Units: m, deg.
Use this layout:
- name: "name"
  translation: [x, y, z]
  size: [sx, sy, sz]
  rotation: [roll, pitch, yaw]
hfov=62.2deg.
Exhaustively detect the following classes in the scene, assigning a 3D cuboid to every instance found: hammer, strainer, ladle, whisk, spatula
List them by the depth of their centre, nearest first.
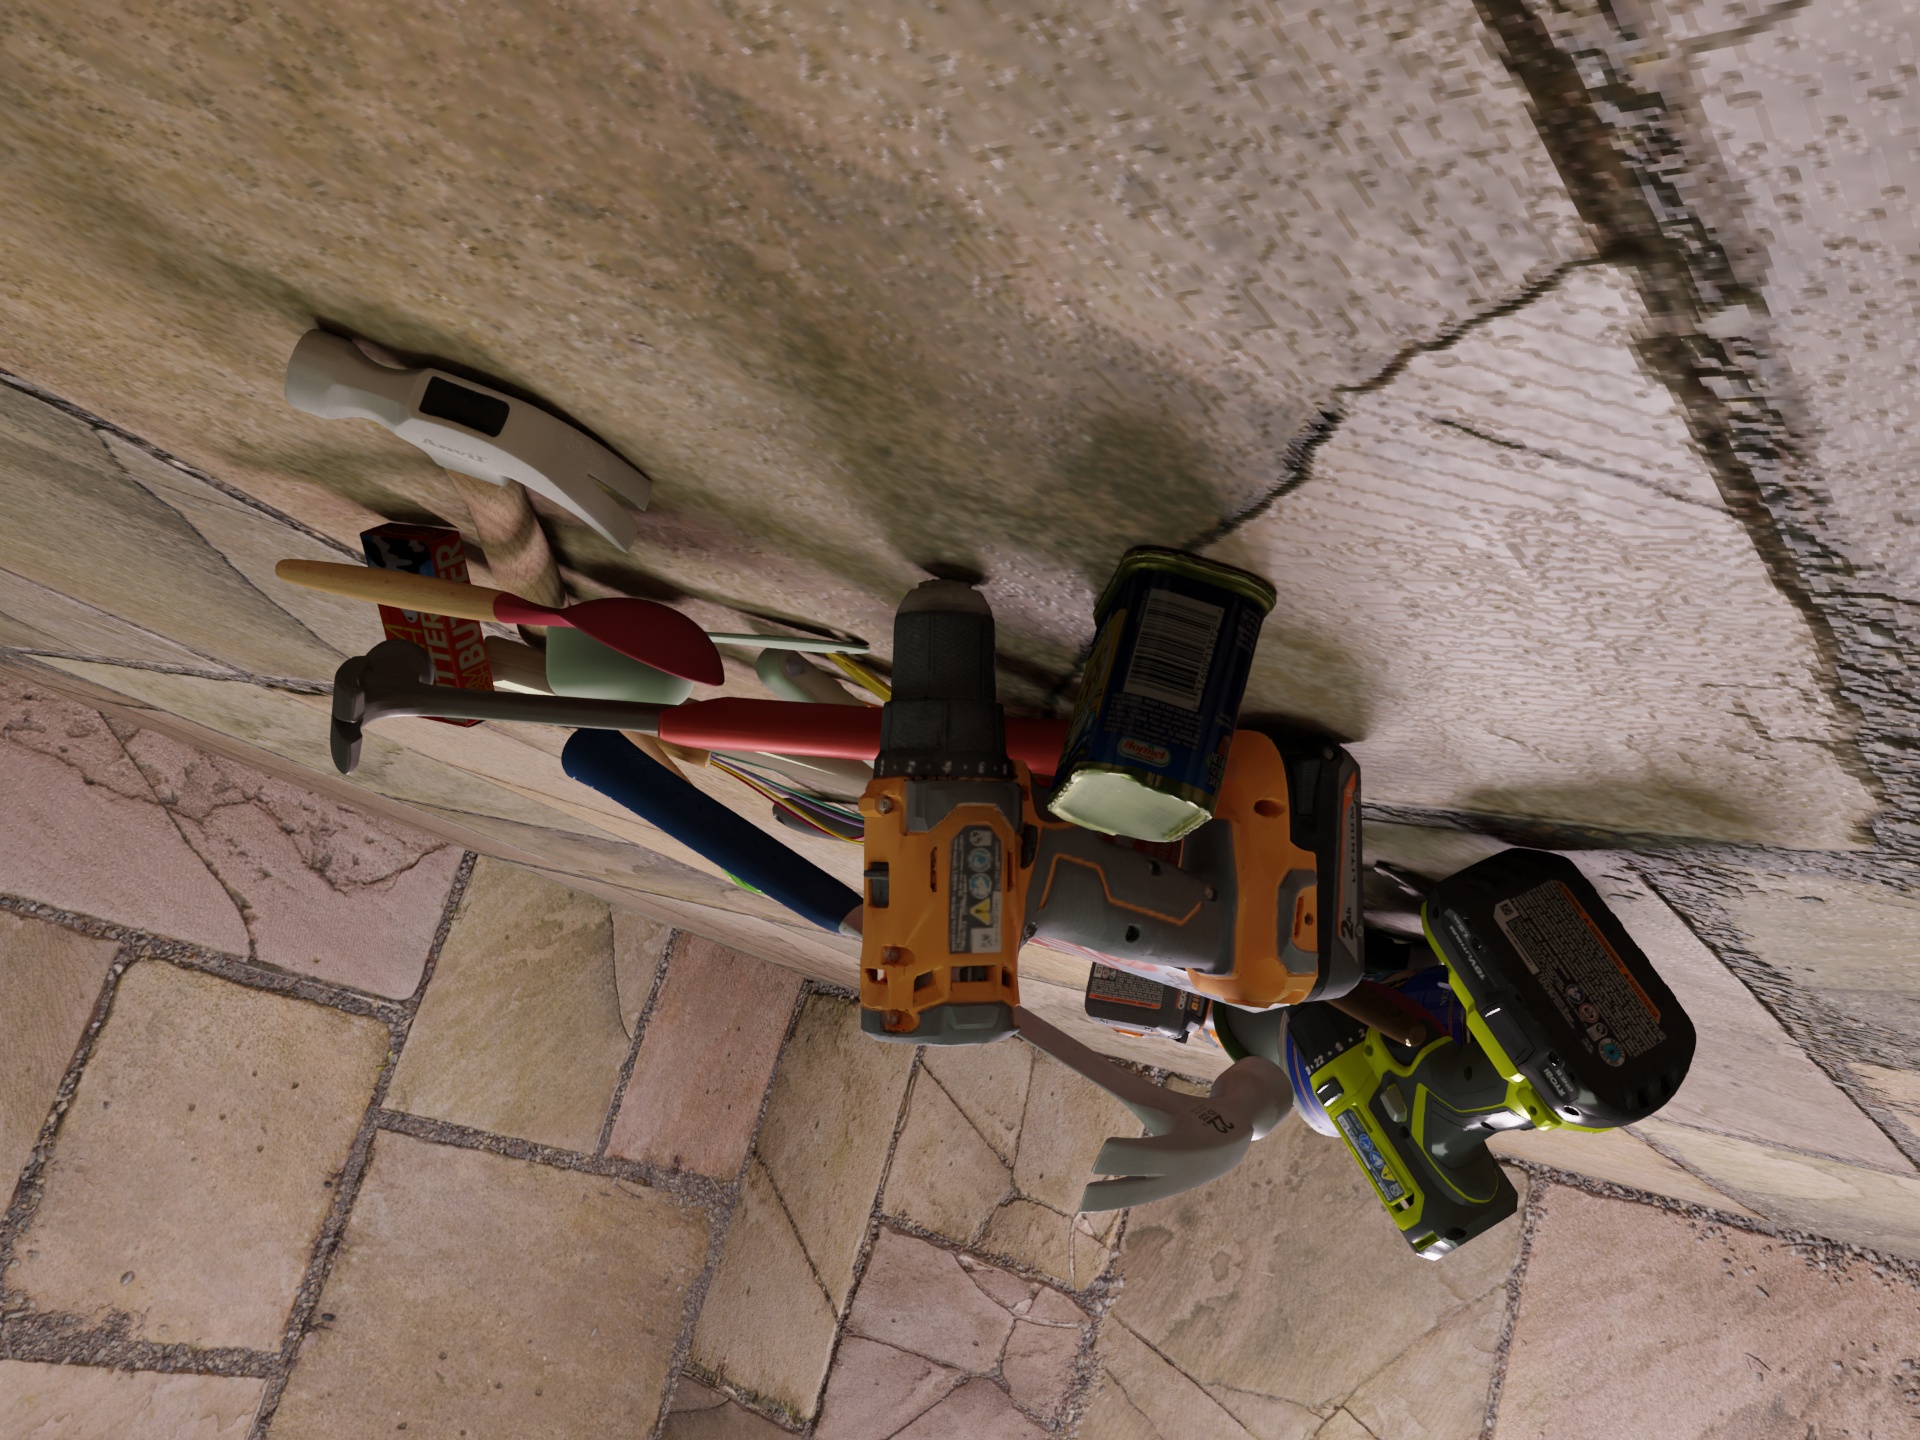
- name: "hammer"
  translation: [-0.082, 0.004, 0.698]
  size: [0.359, 0.036, 0.149]
  rotation: [5, -170, -16]
- name: "hammer"
  translation: [-0.205, -0.082, 0.739]
  size: [0.130, 0.031, 0.331]
  rotation: [19, 167, -4]
- name: "ladle"
  translation: [-0.232, -0.055, 0.754]
  size: [0.315, 0.031, 0.069]
  rotation: [11, 177, 35]
- name: "hammer"
  translation: [-0.045, 0.100, 0.761]
  size: [0.406, 0.035, 0.144]
  rotation: [28, -160, 27]
- name: "whisk"
  translation: [-0.010, 0.038, 0.858]
  size: [0.246, 0.058, 0.059]
  rotation: [38, 136, -16]
- name: "spatula"
  translation: [0.159, 0.125, 0.895]
  size: [0.082, 0.044, 0.318]
  rotation: [-18, -162, -18]
- name: "hammer"
  translation: [-0.072, 0.024, 0.918]
  size: [0.410, 0.038, 0.146]
  rotation: [17, 166, -20]
- name: "hammer"
  translation: [0.213, 0.109, 0.975]
  size: [0.146, 0.035, 0.334]
  rotation: [11, 165, 22]
- name: "whisk"
  translation: [-0.155, 0.033, 1.111]
  size: [0.245, 0.047, 0.051]
  rotation: [19, 168, 5]
- name: "strainer"
  translation: [0.221, 0.177, 1.173]
  size: [0.256, 0.151, 0.069]
  rotation: [29, 134, 29]
- name: "whisk"
  translation: [-0.062, 0.089, 1.215]
  size: [0.239, 0.055, 0.055]
  rotation: [11, 166, 42]

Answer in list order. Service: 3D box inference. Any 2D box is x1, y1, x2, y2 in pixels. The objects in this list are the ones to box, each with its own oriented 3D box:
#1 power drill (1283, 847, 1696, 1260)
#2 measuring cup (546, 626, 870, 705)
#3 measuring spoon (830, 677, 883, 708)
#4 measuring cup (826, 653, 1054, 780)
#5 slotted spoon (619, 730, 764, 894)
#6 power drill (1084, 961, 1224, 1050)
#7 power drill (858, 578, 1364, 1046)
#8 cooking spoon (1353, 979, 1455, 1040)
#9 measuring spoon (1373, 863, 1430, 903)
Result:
- name: "power drill"
  translation: [0.252, 0.162, 0.831]
  size: [0.080, 0.191, 0.228]
  rotation: [-19, 155, -25]
- name: "measuring cup"
  translation: [-0.128, -0.025, 0.798]
  size: [0.167, 0.038, 0.083]
  rotation: [3, 173, 11]
- name: "measuring spoon"
  translation: [-0.026, -0.004, 0.878]
  size: [0.117, 0.011, 0.021]
  rotation: [16, 167, -12]
- name: "measuring cup"
  translation: [-0.001, -0.003, 0.836]
  size: [0.156, 0.029, 0.062]
  rotation: [35, 165, -18]
- name: "slotted spoon"
  translation: [-0.199, 0.044, 1.103]
  size: [0.070, 0.031, 0.313]
  rotation: [11, 151, 34]
- name: "power drill"
  translation: [0.248, 0.274, 1.496]
  size: [0.226, 0.084, 0.164]
  rotation: [22, 166, -35]
- name: "power drill"
  translation: [0.062, 0.040, 0.677]
  size: [0.226, 0.185, 0.084]
  rotation: [3, 174, -28]
- name: "cooking spoon"
  translation: [0.177, 0.152, 1.006]
  size: [0.017, 0.068, 0.319]
  rotation: [-12, -150, -43]
- name: "measuring spoon"
  translation: [0.288, 0.106, 0.925]
  size: [0.124, 0.018, 0.034]
  rotation: [30, 175, -22]
